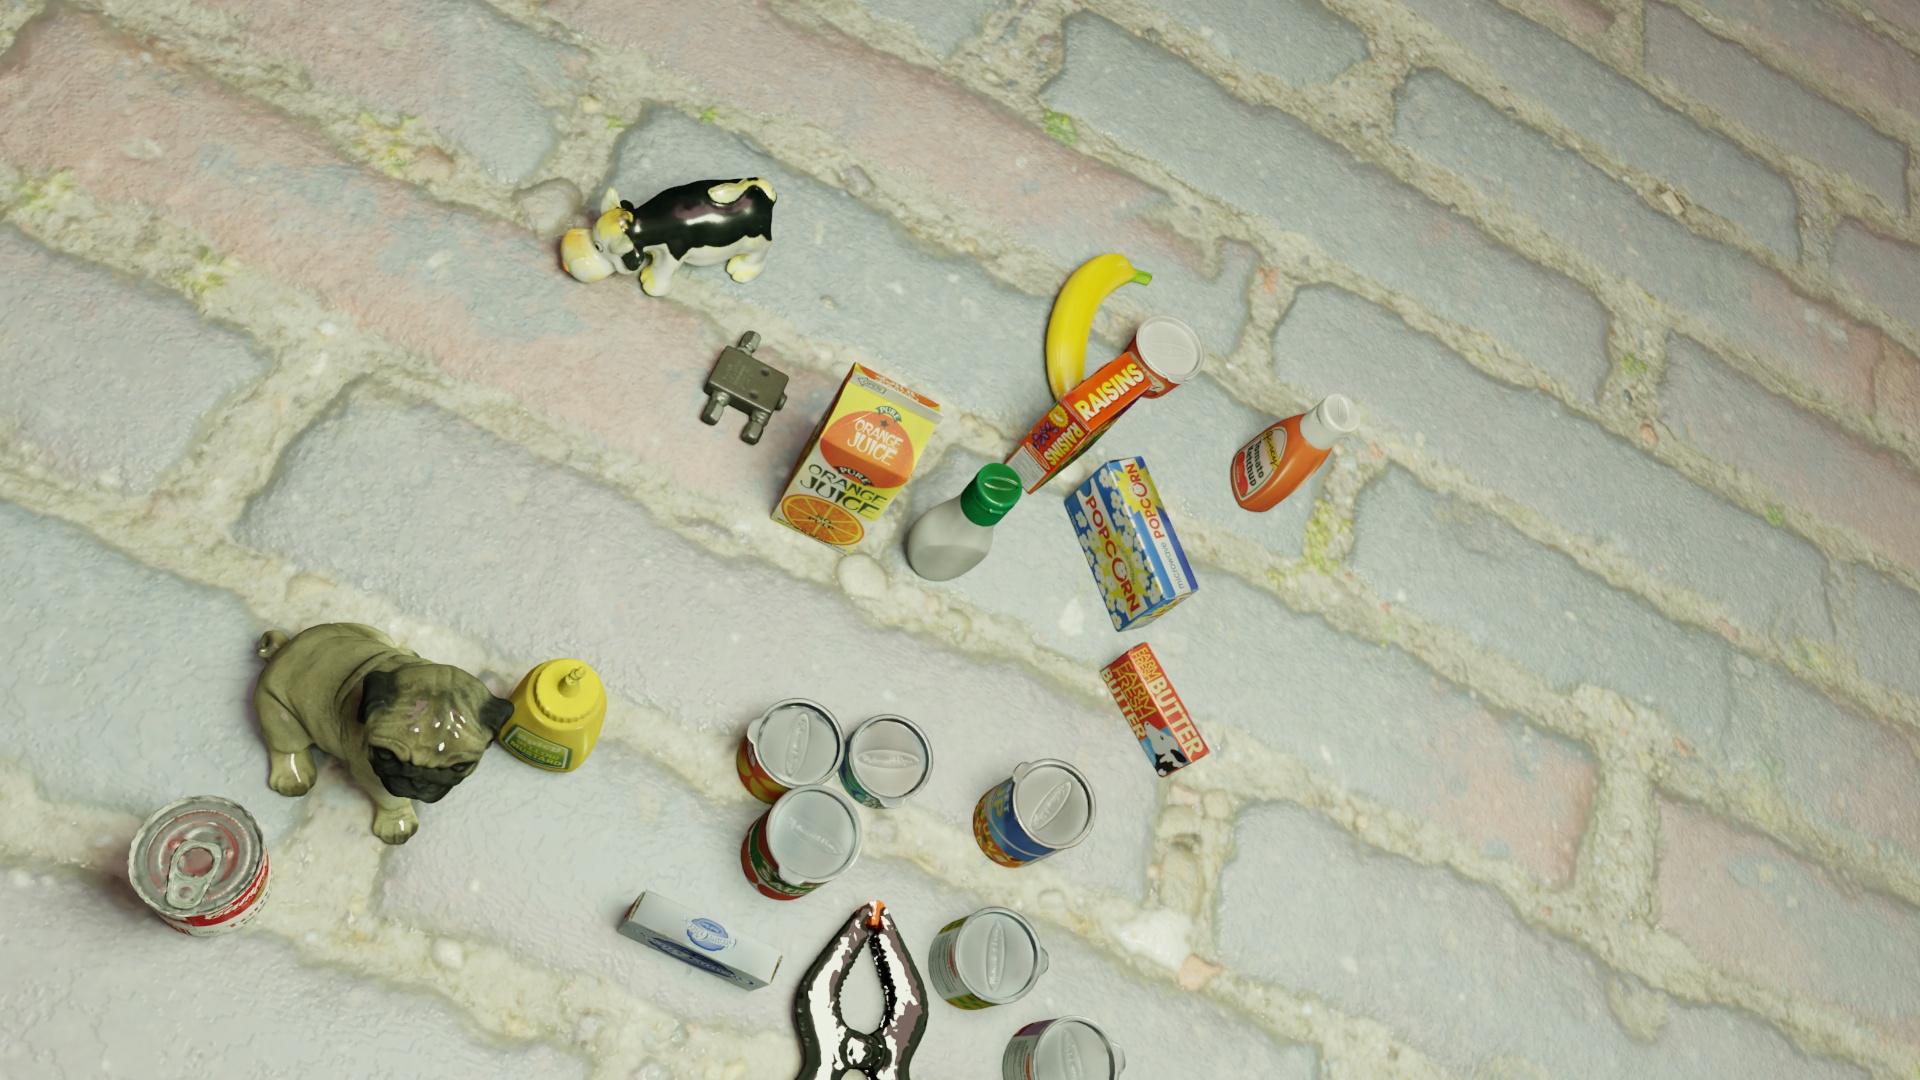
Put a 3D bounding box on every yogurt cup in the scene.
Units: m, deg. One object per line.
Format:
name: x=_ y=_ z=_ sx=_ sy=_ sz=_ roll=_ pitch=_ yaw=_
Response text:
yogurt cup: x=0.181 y=-0.166 z=1.273 sx=0.072 sy=0.053 sz=0.072 roll=9 pitch=65 yaw=-19

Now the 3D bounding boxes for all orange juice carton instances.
orange juice carton: x=-0.075 y=-0.066 z=1.040 sx=0.072 sy=0.191 sz=0.073 roll=26 pitch=60 yaw=-10

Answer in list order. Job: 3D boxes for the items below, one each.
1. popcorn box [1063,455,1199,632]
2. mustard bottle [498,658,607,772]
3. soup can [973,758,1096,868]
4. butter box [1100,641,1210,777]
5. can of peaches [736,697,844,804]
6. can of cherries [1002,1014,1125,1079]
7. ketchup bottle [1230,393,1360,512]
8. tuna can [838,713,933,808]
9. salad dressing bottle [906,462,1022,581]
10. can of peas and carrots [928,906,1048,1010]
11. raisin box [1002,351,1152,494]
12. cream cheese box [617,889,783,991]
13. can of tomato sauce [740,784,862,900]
popcorn box: x=0.141 y=0.004 z=1.162 sx=0.038 sy=0.085 sz=0.127 roll=-13 pitch=73 yaw=-27
mustard bottle: x=-0.262 y=0.109 z=0.903 sx=0.065 sy=0.159 sz=0.049 roll=26 pitch=60 yaw=-10
soup can: x=0.052 y=0.203 z=1.037 sx=0.071 sy=0.083 sz=0.071 roll=9 pitch=65 yaw=-19
butter box: x=0.157 y=0.138 z=1.127 sx=0.024 sy=0.053 sz=0.103 roll=-23 pitch=78 yaw=-29
can of peaches: x=-0.125 y=0.152 z=1.000 sx=0.071 sy=0.057 sz=0.071 roll=9 pitch=65 yaw=-19
can of cherries: x=0.073 y=0.373 z=0.984 sx=0.071 sy=0.058 sz=0.072 roll=9 pitch=65 yaw=-19
ketchup bottle: x=0.295 y=-0.080 z=1.227 sx=0.043 sy=0.148 sz=0.065 roll=9 pitch=65 yaw=-19
tuna can: x=-0.056 y=0.168 z=1.037 sx=0.071 sy=0.032 sz=0.071 roll=9 pitch=65 yaw=-19
salad dressing bottle: x=0.004 y=-0.013 z=1.076 sx=0.064 sy=0.147 sz=0.044 roll=9 pitch=65 yaw=-19
can of peas and carrots: x=0.019 y=0.300 z=0.994 sx=0.071 sy=0.058 sz=0.071 roll=9 pitch=65 yaw=-19
raisin box: x=0.097 y=-0.098 z=1.167 sx=0.086 sy=0.123 sz=0.040 roll=-37 pitch=85 yaw=-31
cream cheese box: x=-0.175 y=0.269 z=0.930 sx=0.104 sy=0.053 sz=0.024 roll=28 pitch=60 yaw=-9
can of tomato sauce: x=-0.112 y=0.213 z=0.964 sx=0.071 sy=0.082 sz=0.071 roll=9 pitch=65 yaw=-19
